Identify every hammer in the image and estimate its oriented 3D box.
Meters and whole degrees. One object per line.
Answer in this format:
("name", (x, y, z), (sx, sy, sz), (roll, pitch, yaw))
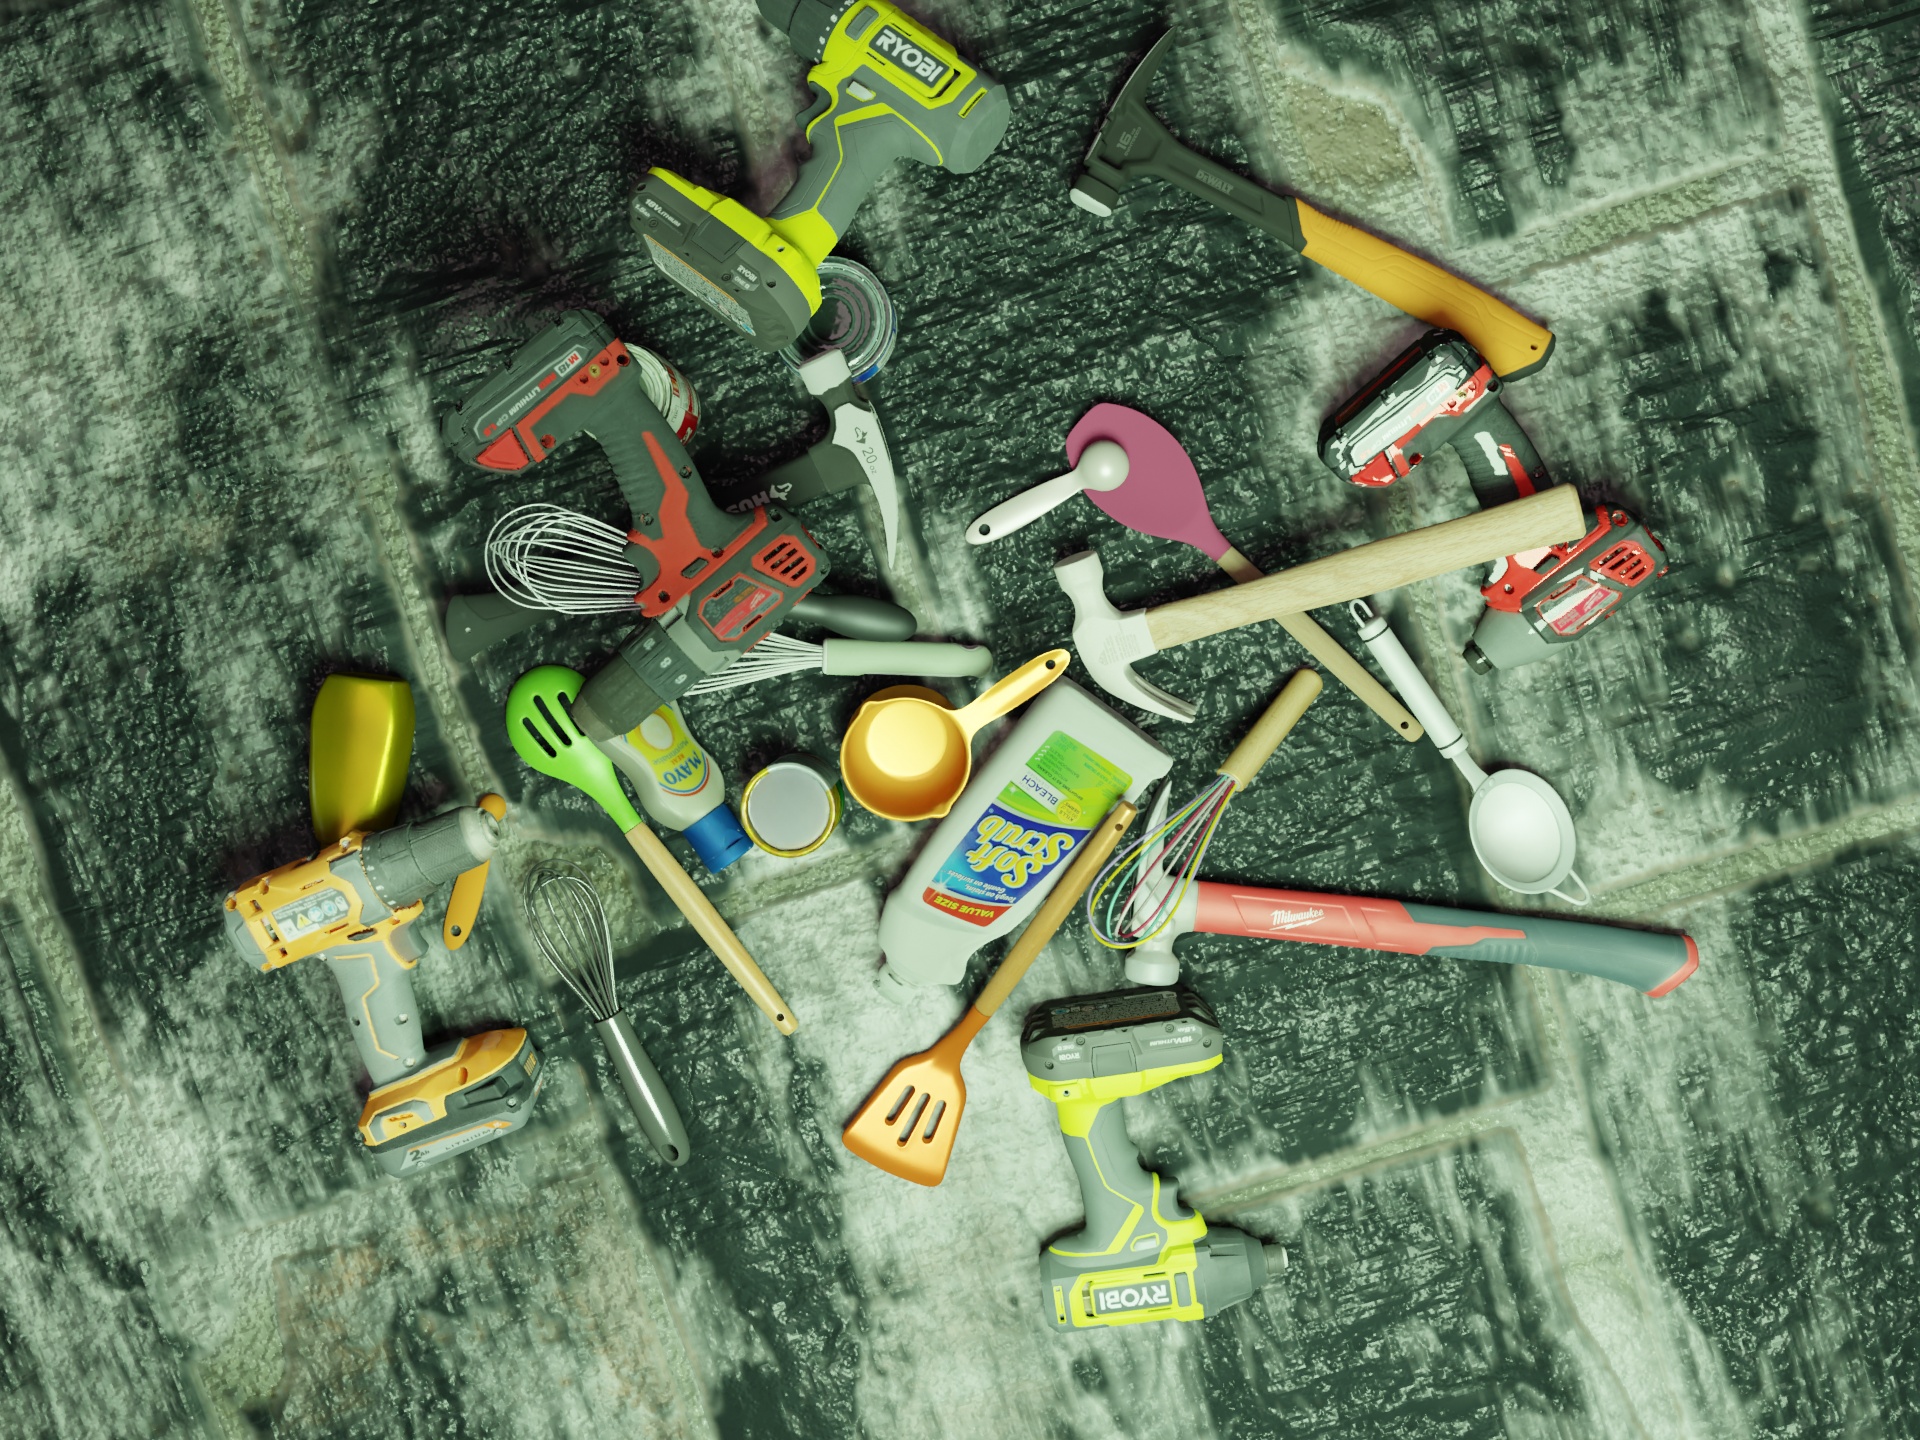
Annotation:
("hammer", (0.234, -0.087, 1.038), (0.331, 0.031, 0.130), (-15, 105, 20))
("hammer", (0.248, -0.328, 1.062), (0.337, 0.034, 0.127), (28, 96, -1))
("hammer", (-0.199, -0.117, 1.080), (0.335, 0.035, 0.146), (-23, 109, 7))
("hammer", (0.313, 0.128, 1.098), (0.386, 0.038, 0.143), (6, 93, 1))

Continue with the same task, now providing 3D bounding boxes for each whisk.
("whisk", (-0.243, 0.207, 1.115), (0.055, 0.055, 0.239), (-23, 98, 3))
("whisk", (-0.167, -0.089, 1.046), (0.284, 0.070, 0.070), (10, 95, -10))
("whisk", (0.170, 0.058, 1.056), (0.245, 0.047, 0.051), (-48, 115, -19))
("whisk", (-0.100, -0.043, 1.084), (0.246, 0.058, 0.059), (2, 103, -6))

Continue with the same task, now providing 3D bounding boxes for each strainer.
("strainer", (0.338, 0.023, 1.078), (0.087, 0.050, 0.258), (-39, 97, -26))

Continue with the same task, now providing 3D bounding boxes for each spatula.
("spatula", (0.029, 0.185, 1.083), (0.081, 0.041, 0.322), (29, 112, -10))

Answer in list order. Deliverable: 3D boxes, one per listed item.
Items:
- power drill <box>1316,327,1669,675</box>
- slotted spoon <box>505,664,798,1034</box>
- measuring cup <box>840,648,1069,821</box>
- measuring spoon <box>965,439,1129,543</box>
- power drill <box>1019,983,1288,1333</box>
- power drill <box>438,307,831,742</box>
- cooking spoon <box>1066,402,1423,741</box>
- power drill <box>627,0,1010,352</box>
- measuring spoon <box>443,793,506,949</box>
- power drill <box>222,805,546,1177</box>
("power drill", (0.343, -0.137, 1.051), (0.219, 0.078, 0.143), (45, 113, -8))
("slotted spoon", (-0.211, 0.094, 1.112), (0.070, 0.031, 0.313), (-37, 95, -1))
("measuring cup", (-0.002, -0.003, 1.078), (0.173, 0.052, 0.095), (-33, 104, 7))
("measuring spoon", (0.057, -0.152, 1.083), (0.124, 0.018, 0.034), (-27, 93, 11))
("power drill", (0.130, 0.305, 1.101), (0.171, 0.080, 0.223), (-8, 98, 2))
("power drill", (-0.214, -0.114, 0.968), (0.188, 0.080, 0.226), (-41, 108, -2))
("cooking spoon", (0.199, -0.097, 1.091), (0.319, 0.017, 0.068), (43, 103, -2))
("power drill", (-0.107, -0.373, 1.028), (0.190, 0.080, 0.228), (38, 82, 9))
("measuring spoon", (-0.345, 0.108, 1.122), (0.021, 0.011, 0.117), (18, 95, 0))
("power drill", (-0.362, 0.175, 1.078), (0.185, 0.084, 0.226), (-23, 104, 3))
